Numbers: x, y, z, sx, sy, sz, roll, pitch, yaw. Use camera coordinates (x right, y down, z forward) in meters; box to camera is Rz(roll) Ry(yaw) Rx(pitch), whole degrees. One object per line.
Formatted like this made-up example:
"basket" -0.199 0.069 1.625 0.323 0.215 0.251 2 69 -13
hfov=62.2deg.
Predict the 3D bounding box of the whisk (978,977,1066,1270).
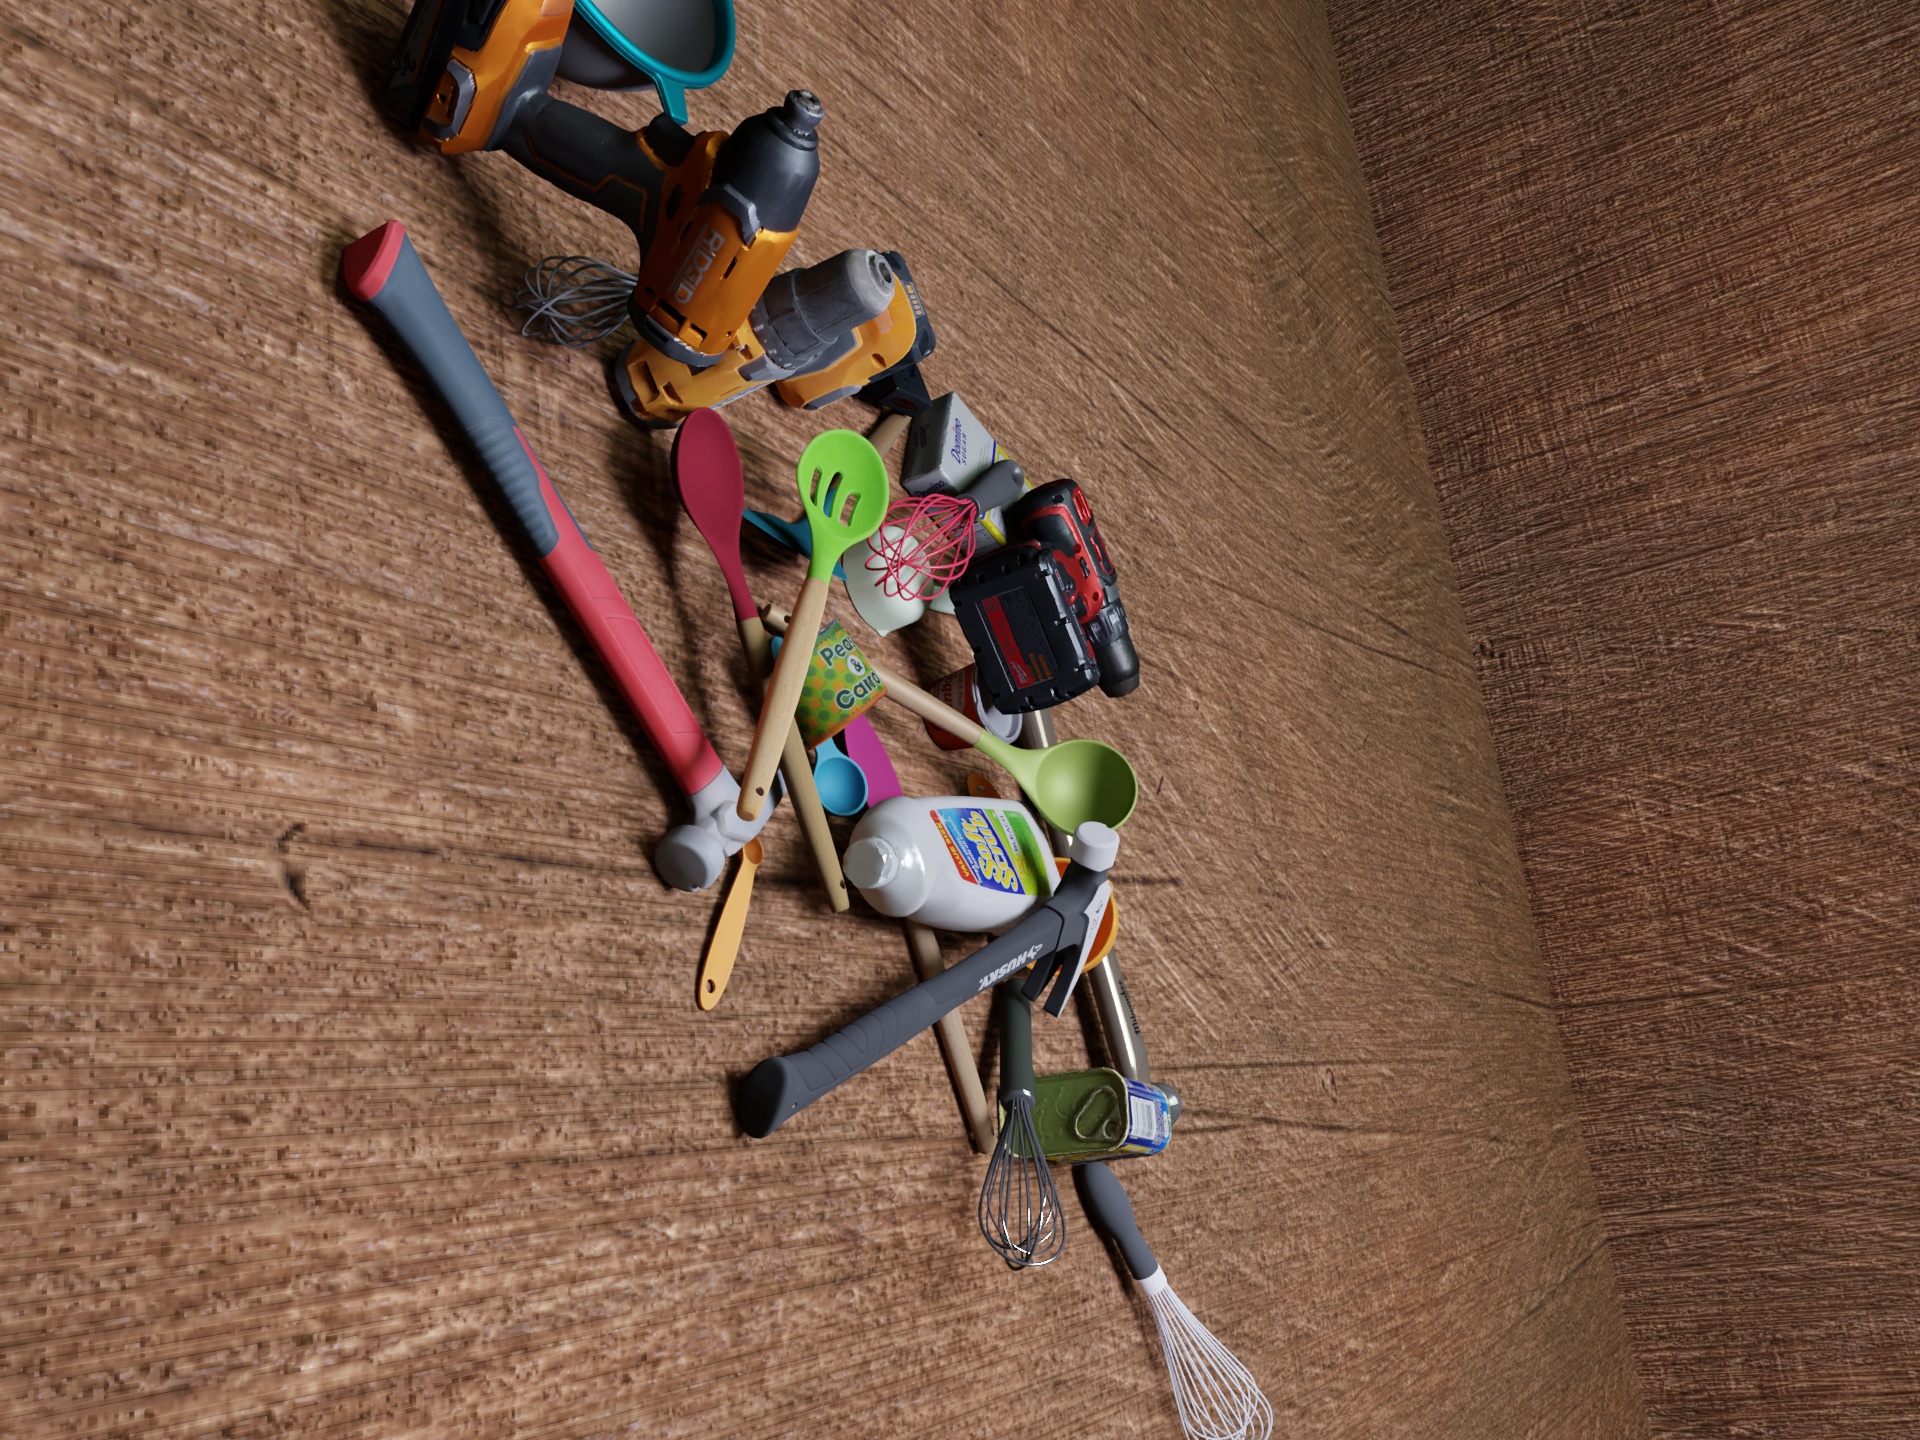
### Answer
"whisk" 0.041 0.269 1.092 0.059 0.057 0.247 13 35 -9

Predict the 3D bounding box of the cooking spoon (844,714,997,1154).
"cooking spoon" -0.028 0.148 1.100 0.069 0.017 0.319 -22 94 -71

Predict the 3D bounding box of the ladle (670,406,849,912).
"ladle" -0.119 -0.036 0.960 0.069 0.031 0.315 -9 81 -63

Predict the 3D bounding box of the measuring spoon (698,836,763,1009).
"measuring spoon" -0.138 0.118 0.938 0.021 0.011 0.117 47 42 -38

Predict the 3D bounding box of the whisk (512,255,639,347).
"whisk" -0.201 -0.266 0.994 0.055 0.055 0.239 68 25 -9

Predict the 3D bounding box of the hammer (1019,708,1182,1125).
"hammer" 0.096 0.140 1.275 0.146 0.038 0.411 4 69 -74

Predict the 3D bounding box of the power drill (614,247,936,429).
"power drill" -0.093 -0.256 1.031 0.084 0.185 0.226 68 27 -7

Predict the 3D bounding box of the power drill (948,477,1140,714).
"power drill" 0.081 -0.078 1.245 0.187 0.080 0.227 67 23 -14

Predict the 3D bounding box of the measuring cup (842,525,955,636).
"measuring cup" -0.026 -0.103 1.211 0.167 0.038 0.083 8 69 -56

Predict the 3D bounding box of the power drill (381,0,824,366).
"power drill" -0.184 -0.323 0.860 0.226 0.164 0.084 40 35 -3

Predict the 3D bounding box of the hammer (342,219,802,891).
"hammer" -0.212 -0.097 0.891 0.386 0.038 0.143 62 30 -19

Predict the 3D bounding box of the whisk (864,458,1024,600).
"whisk" -0.002 -0.152 1.183 0.073 0.073 0.296 66 25 -13

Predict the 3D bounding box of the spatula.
"spatula" -0.077 -0.180 1.157 0.082 0.044 0.318 32 36 -4

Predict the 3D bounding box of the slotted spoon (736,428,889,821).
"slotted spoon" -0.095 -0.065 0.967 0.070 0.031 0.314 34 44 -25

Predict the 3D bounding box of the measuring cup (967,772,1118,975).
"measuring cup" 0.056 0.117 1.219 0.174 0.095 0.052 59 3 19

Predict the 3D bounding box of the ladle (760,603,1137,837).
"ladle" -0.002 -0.004 1.116 0.320 0.062 0.078 31 60 -30

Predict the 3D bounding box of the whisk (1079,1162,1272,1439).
"whisk" 0.160 0.459 1.233 0.284 0.070 0.070 62 31 -10

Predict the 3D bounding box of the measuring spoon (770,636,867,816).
"measuring spoon" -0.101 0.006 1.054 0.042 0.021 0.128 -20 83 -40

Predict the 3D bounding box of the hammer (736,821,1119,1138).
"hammer" -0.014 0.180 1.018 0.335 0.035 0.146 -23 134 -47

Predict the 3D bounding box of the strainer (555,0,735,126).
"strainer" -0.275 -0.508 0.939 0.340 0.095 0.211 46 36 -36
